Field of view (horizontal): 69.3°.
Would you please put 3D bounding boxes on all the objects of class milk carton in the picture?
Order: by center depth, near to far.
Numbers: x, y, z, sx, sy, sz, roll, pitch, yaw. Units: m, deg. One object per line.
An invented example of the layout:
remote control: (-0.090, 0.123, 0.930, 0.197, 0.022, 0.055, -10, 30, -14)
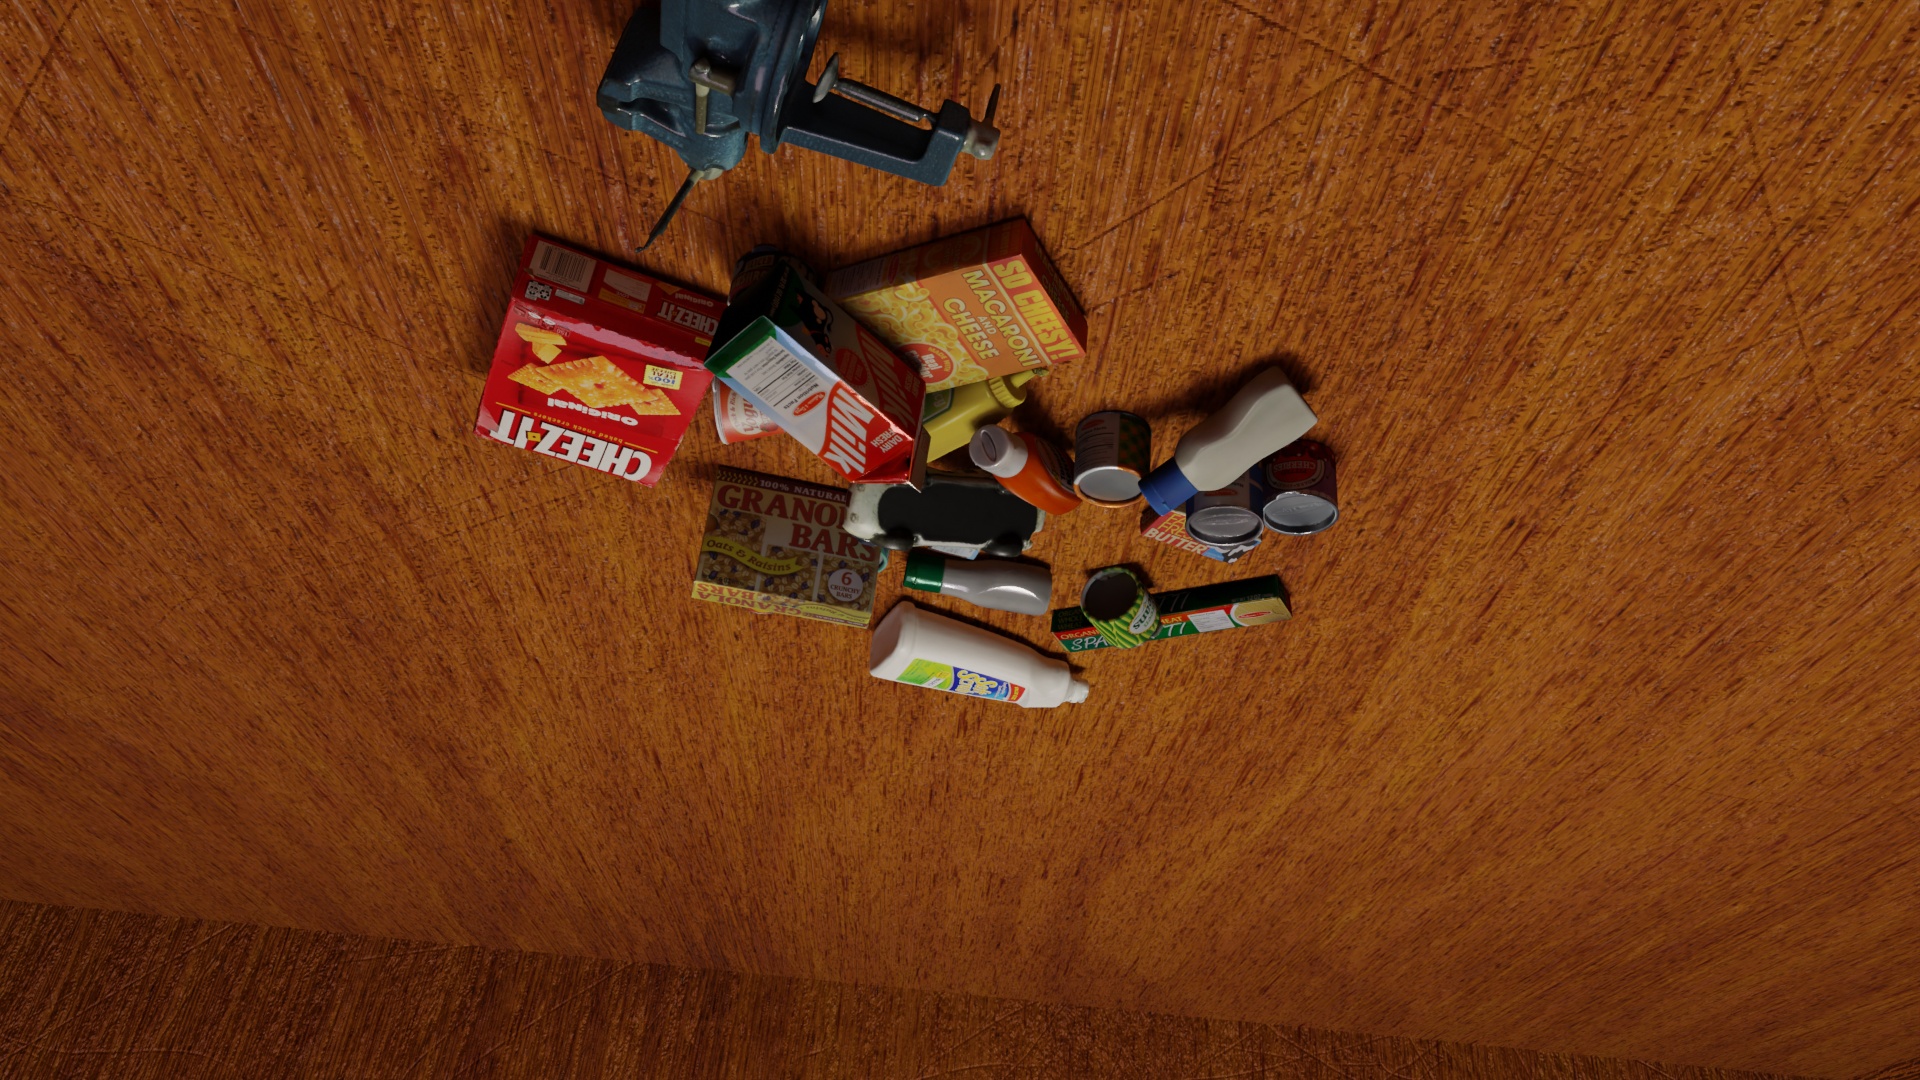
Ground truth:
milk carton: (-0.092, -0.113, 1.048, 0.073, 0.073, 0.190, -32, 122, 33)

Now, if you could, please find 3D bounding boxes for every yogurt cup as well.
yogurt cup: (-0.174, -0.116, 1.161, 0.054, 0.073, 0.072, -4, 148, 0)

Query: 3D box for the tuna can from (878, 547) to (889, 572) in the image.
tuna can: (-0.100, 0.006, 1.376, 0.071, 0.033, 0.070, 4, 149, 3)

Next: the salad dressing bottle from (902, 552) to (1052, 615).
salad dressing bottle: (0.017, 0.041, 1.407, 0.148, 0.044, 0.064, 10, 150, -5)

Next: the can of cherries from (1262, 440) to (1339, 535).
can of cherries: (0.293, -0.047, 1.203, 0.071, 0.058, 0.071, 5, 149, 3)

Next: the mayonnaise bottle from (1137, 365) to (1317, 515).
mayonnaise bottle: (0.214, -0.077, 1.131, 0.148, 0.041, 0.064, -36, 131, 15)

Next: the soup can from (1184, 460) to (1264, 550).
soup can: (0.226, -0.045, 1.192, 0.071, 0.084, 0.071, 4, 149, 3)

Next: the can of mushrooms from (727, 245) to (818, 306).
can of mushrooms: (-0.144, -0.190, 1.062, 0.071, 0.033, 0.070, 5, 149, 3)

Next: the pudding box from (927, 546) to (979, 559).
pudding box: (0.005, -0.017, 1.326, 0.050, 0.030, 0.083, 14, 148, -12)

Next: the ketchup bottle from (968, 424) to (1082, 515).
ketchup bottle: (0.054, -0.063, 1.165, 0.043, 0.065, 0.149, -28, 160, 20)

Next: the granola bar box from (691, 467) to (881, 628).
granola bar box: (-0.157, 0.006, 1.298, 0.166, 0.125, 0.039, 11, 150, -9)

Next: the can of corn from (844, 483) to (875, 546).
can of corn: (-0.072, -0.036, 1.279, 0.071, 0.058, 0.070, 4, 149, 2)

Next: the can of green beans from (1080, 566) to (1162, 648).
can of green beans: (0.162, 0.067, 1.404, 0.071, 0.071, 0.057, -11, 144, 25)

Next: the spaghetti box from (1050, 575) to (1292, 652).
spaghetti box: (0.216, 0.079, 1.449, 0.250, 0.029, 0.050, -11, 145, 25)

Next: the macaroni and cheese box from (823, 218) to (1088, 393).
macaroni and cheese box: (-0.003, -0.174, 1.060, 0.166, 0.040, 0.123, -10, 145, 25)

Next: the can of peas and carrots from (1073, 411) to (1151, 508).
can of peas and carrots: (0.132, -0.067, 1.194, 0.071, 0.059, 0.070, 4, 149, 3)

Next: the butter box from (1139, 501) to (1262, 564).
butter box: (0.226, -0.012, 1.304, 0.103, 0.024, 0.053, 17, 146, -19)

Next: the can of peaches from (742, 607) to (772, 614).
can of peaches: (-0.195, 0.032, 1.405, 0.071, 0.071, 0.057, 12, 147, -10)

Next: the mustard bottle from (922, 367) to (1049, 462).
mustard bottle: (0.002, -0.114, 1.139, 0.160, 0.065, 0.048, -22, 145, 29)
